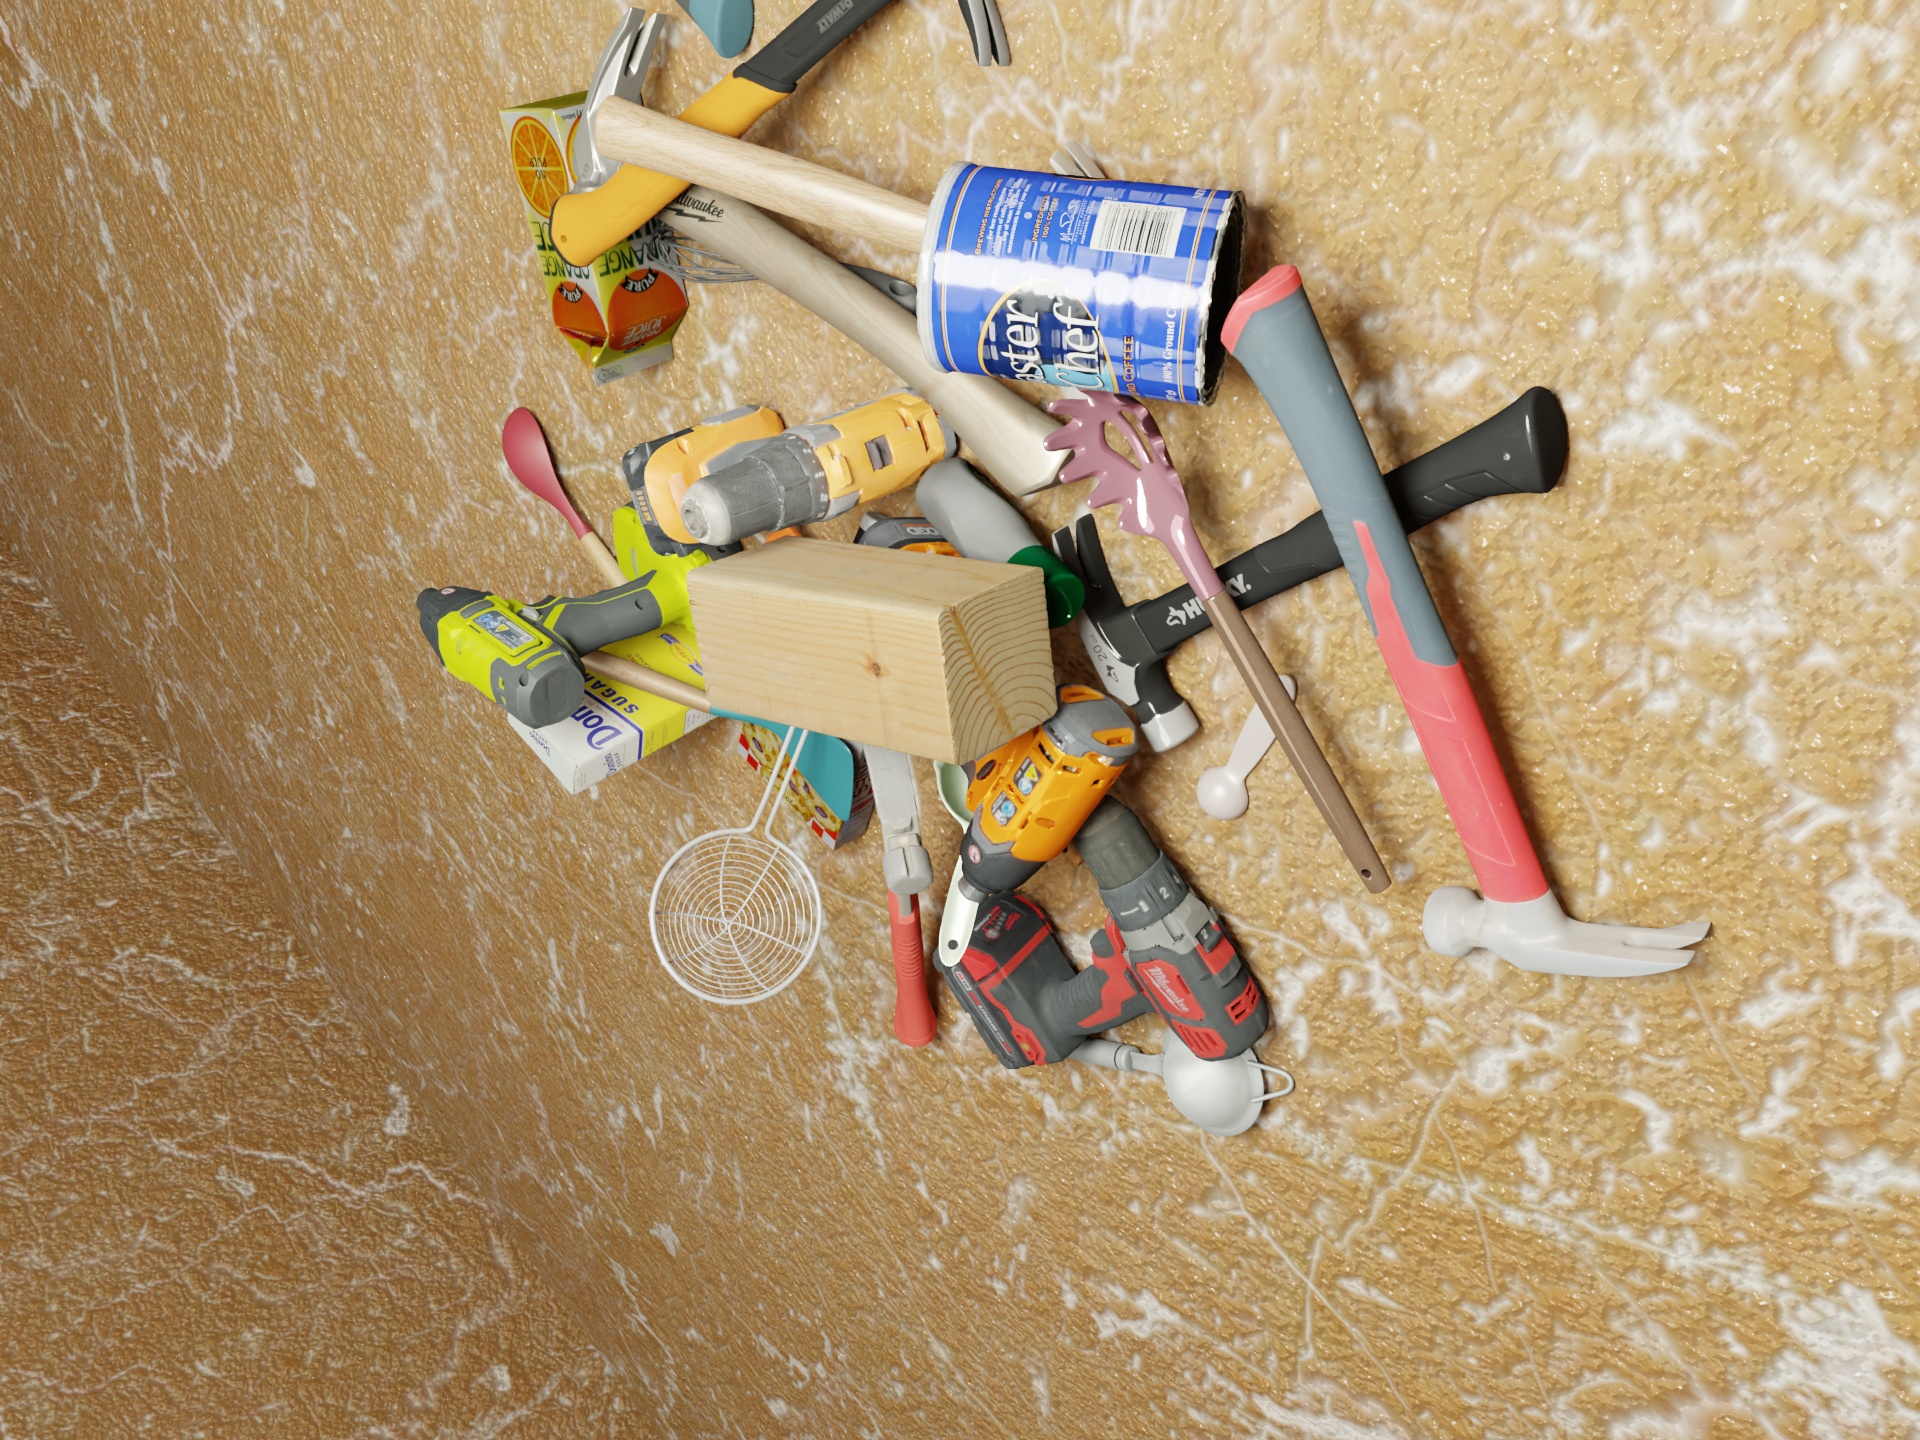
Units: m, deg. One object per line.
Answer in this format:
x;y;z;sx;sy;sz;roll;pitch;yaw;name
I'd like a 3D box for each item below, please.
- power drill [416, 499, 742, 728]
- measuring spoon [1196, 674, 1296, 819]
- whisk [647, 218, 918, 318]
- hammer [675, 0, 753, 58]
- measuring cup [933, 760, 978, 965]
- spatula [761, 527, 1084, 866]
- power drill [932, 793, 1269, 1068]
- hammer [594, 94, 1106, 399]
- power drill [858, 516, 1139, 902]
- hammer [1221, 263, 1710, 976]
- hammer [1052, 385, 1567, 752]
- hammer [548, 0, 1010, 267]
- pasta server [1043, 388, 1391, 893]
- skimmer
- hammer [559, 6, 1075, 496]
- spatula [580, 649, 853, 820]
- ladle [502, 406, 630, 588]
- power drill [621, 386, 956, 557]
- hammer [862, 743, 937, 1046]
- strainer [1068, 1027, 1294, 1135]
-0.290;-0.091;1.221;0.171;0.223;0.080;32;136;32;power drill
0.167;0.018;0.935;0.034;0.018;0.124;43;141;21;measuring spoon
-0.114;-0.293;1.024;0.239;0.055;0.055;25;133;31;whisk
-0.239;-0.541;0.998;0.331;0.033;0.128;50;142;12;hammer
0.013;0.084;1.065;0.083;0.168;0.038;12;167;10;measuring cup
-0.031;-0.011;1.128;0.323;0.041;0.081;45;120;16;spatula
0.082;0.148;1.073;0.227;0.080;0.188;-20;106;50;power drill
-0.054;-0.284;0.876;0.331;0.031;0.130;22;132;12;hammer
-0.002;-0.003;1.010;0.227;0.084;0.164;52;127;28;power drill
0.230;-0.036;0.756;0.143;0.038;0.386;-3;122;49;hammer
0.173;-0.091;0.836;0.335;0.035;0.146;-28;94;54;hammer
-0.125;-0.350;0.919;0.337;0.034;0.127;-23;97;36;hammer
0.144;-0.041;0.846;0.060;0.040;0.316;-26;97;43;pasta server
-0.117;0.030;1.121;0.127;0.090;0.363;18;112;-12;skimmer
-0.084;-0.273;0.960;0.411;0.038;0.146;39;120;19;hammer
-0.218;-0.015;1.227;0.317;0.044;0.082;20;138;11;spatula
-0.309;-0.139;1.380;0.315;0.031;0.069;53;144;4;ladle
-0.137;-0.155;1.032;0.226;0.185;0.084;4;117;52;power drill
-0.043;0.142;1.198;0.358;0.036;0.149;88;170;-54;hammer
0.124;0.245;1.135;0.258;0.050;0.087;-2;98;54;strainer
